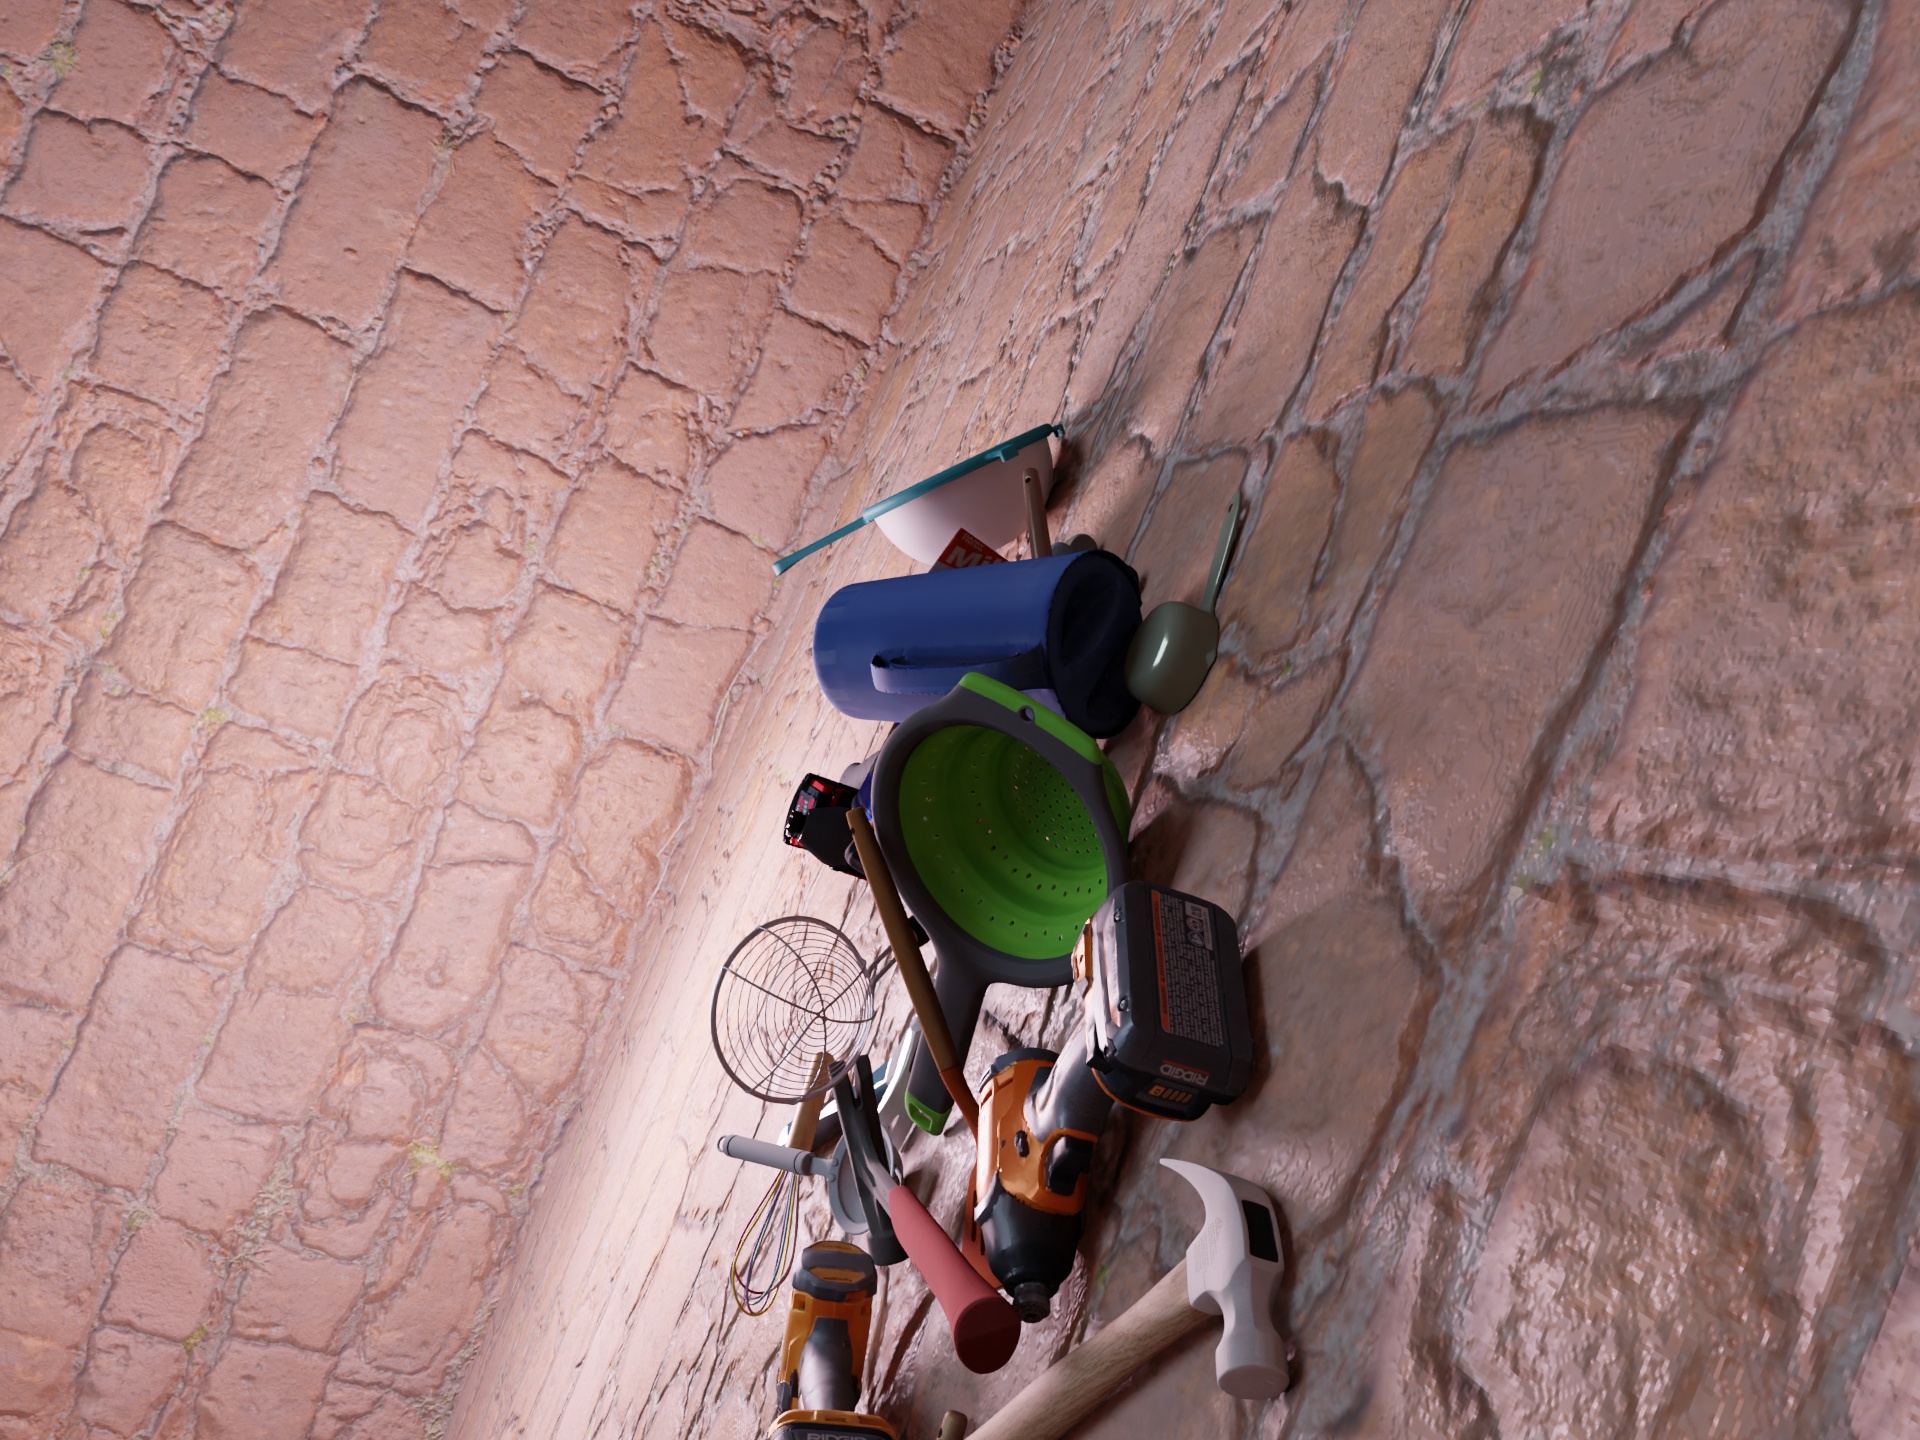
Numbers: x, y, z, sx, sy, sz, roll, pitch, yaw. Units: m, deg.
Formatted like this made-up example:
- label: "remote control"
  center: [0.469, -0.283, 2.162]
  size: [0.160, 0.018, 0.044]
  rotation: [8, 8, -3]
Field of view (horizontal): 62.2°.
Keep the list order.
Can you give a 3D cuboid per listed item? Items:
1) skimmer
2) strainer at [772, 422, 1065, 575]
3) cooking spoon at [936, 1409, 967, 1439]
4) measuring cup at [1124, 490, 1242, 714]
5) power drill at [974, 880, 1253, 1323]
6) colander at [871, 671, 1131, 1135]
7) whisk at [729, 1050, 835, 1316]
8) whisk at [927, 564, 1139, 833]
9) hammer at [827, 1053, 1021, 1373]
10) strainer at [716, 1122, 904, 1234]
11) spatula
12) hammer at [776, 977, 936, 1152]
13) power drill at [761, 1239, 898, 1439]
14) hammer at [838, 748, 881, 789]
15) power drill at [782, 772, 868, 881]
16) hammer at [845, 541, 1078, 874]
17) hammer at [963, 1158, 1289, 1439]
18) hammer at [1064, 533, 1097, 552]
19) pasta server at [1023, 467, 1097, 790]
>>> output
- label: "skimmer"
  center: [-0.084, 0.185, 1.215]
  size: [0.363, 0.090, 0.127]
  rotation: [-25, -76, -77]
- label: "strainer"
  center: [-0.040, -0.192, 1.640]
  size: [0.340, 0.095, 0.211]
  rotation: [-24, 8, 24]
- label: "cooking spoon"
  center: [-0.053, 0.561, 0.917]
  size: [0.069, 0.017, 0.319]
  rotation: [158, 133, -73]
- label: "measuring cup"
  center: [0.156, -0.088, 1.100]
  size: [0.083, 0.038, 0.167]
  rotation: [170, 119, -73]
- label: "power drill"
  center: [0.073, 0.215, 0.874]
  size: [0.164, 0.084, 0.226]
  rotation: [-87, 20, -49]
- label: "colander"
  center: [0.030, 0.134, 1.110]
  size: [0.094, 0.205, 0.396]
  rotation: [-31, -36, -46]
- label: "whisk"
  center: [-0.145, 0.380, 1.333]
  size: [0.051, 0.047, 0.245]
  rotation: [-55, 14, 43]
- label: "whisk"
  center: [0.058, -0.005, 1.301]
  size: [0.295, 0.073, 0.073]
  rotation: [-56, 17, 20]
- label: "hammer"
  center: [-0.028, 0.311, 0.993]
  size: [0.359, 0.036, 0.149]
  rotation: [169, 89, -77]
- label: "strainer"
  center: [-0.116, 0.355, 1.272]
  size: [0.258, 0.050, 0.087]
  rotation: [-4, 70, 45]
- label: "spatula"
  center: [-0.023, 0.209, 1.049]
  size: [0.081, 0.041, 0.323]
  rotation: [-43, 64, 57]
- label: "hammer"
  center: [-0.095, 0.333, 1.383]
  size: [0.331, 0.033, 0.128]
  rotation: [-48, 23, 53]
- label: "power drill"
  center: [-0.091, 0.473, 1.026]
  size: [0.226, 0.084, 0.185]
  rotation: [-111, 30, -77]
- label: "hammer"
  center: [-0.065, 0.038, 1.719]
  size: [0.409, 0.036, 0.149]
  rotation: [147, 142, -66]
- label: "power drill"
  center: [-0.108, 0.111, 1.551]
  size: [0.220, 0.143, 0.078]
  rotation: [-163, 93, -78]
- label: "hammer"
  center: [-0.002, -0.004, 1.296]
  size: [0.337, 0.034, 0.127]
  rotation: [-57, 2, -34]
- label: "hammer"
  center: [0.063, 0.335, 0.815]
  size: [0.331, 0.031, 0.130]
  rotation: [-56, 19, 38]
- label: "hammer"
  center: [0.045, -0.130, 1.574]
  size: [0.146, 0.038, 0.410]
  rotation: [-69, 15, -14]
- label: "pasta server"
  center: [0.069, -0.076, 1.251]
  size: [0.060, 0.040, 0.316]
  rotation: [-20, 57, 23]
